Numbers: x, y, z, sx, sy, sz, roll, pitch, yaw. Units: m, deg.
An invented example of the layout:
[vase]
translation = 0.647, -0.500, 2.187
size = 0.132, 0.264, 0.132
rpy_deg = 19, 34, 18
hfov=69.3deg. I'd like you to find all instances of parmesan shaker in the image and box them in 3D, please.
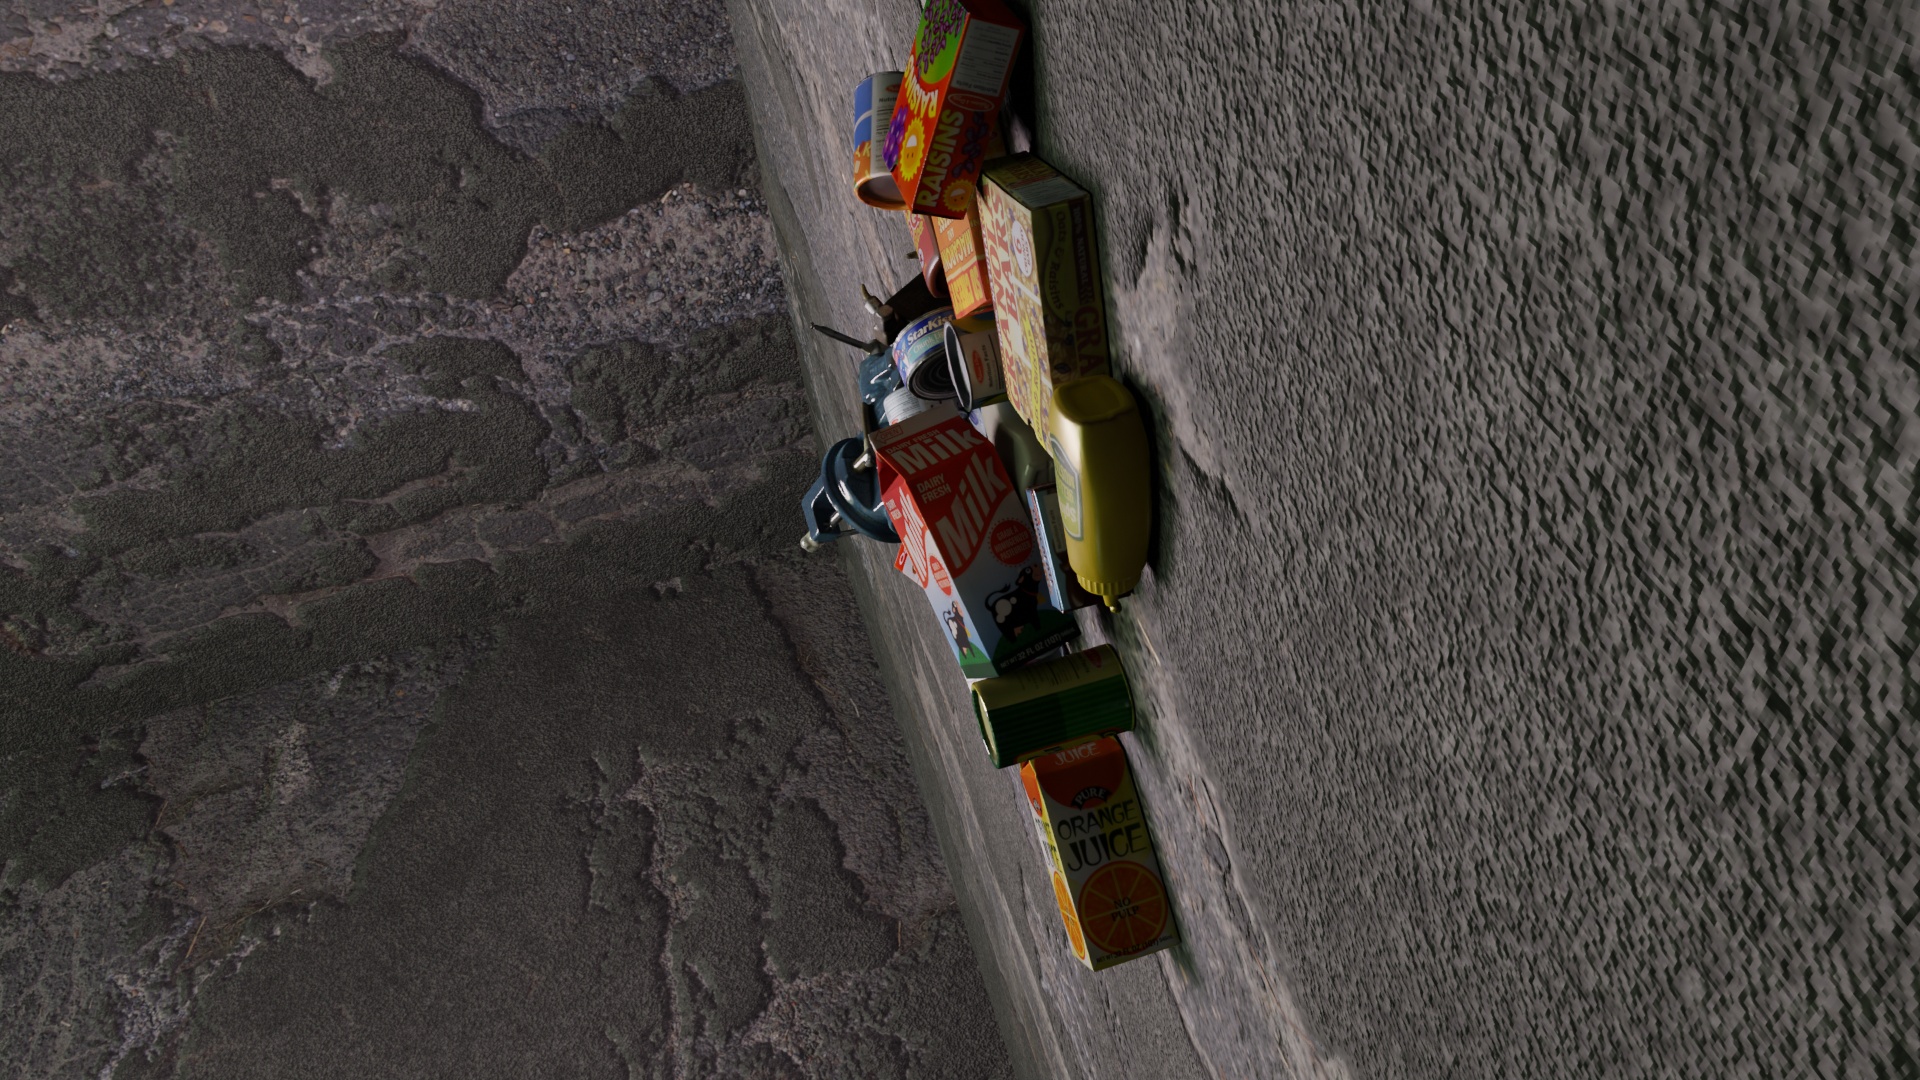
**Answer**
[parmesan shaker]
translation = 0.065, 0.119, 1.004
size = 0.071, 0.103, 0.071
rpy_deg = 167, 88, -82

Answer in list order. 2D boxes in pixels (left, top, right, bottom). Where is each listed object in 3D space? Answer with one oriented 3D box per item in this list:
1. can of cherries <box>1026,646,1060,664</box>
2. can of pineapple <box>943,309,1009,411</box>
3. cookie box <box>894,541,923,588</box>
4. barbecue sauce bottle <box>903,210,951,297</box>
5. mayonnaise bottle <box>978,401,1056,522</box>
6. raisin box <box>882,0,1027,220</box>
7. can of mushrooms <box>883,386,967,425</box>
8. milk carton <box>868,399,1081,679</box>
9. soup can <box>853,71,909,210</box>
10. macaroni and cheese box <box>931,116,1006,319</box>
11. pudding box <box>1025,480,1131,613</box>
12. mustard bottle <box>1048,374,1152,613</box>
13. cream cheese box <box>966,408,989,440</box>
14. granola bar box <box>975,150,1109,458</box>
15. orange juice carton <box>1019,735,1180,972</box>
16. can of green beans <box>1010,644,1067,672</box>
[can of cherries]
translation = 0.050, 0.066, 1.122
size = 0.058, 0.071, 0.071
rpy_deg = 120, 134, -79
[can of pineapple]
translation = 0.024, -0.131, 0.987
size = 0.071, 0.058, 0.071
rpy_deg = 167, 88, -82
[cookie box]
translation = 0.004, -0.014, 1.132
size = 0.167, 0.040, 0.123
rpy_deg = 30, 102, 68
[barbecue sauce bottle]
translation = -0.026, -0.272, 1.117
size = 0.064, 0.044, 0.149
rpy_deg = 102, 152, -64
[mayonnaise bottle]
translation = 0.043, -0.080, 1.021
size = 0.149, 0.041, 0.064
rpy_deg = -113, 14, -47
[raisin box]
translation = -0.007, -0.271, 0.847
size = 0.086, 0.040, 0.122
rpy_deg = -113, 36, -49
[can of mushrooms]
translation = -0.028, -0.111, 1.175
size = 0.071, 0.071, 0.033
rpy_deg = 115, 138, -77
[milk carton]
translation = 0.004, -0.002, 0.988
size = 0.190, 0.072, 0.073
rpy_deg = 66, 161, 0
[soup can]
translation = -0.049, -0.303, 1.064
size = 0.071, 0.071, 0.084
rpy_deg = 113, 157, -76
[macaroni and cheese box]
translation = 0.006, -0.245, 0.970
size = 0.124, 0.040, 0.166
rpy_deg = -165, 60, -80
[pudding box]
translation = 0.076, 0.001, 0.905
size = 0.030, 0.050, 0.083
rpy_deg = -152, 48, -80
[mustard bottle]
translation = 0.085, -0.016, 0.820
size = 0.065, 0.049, 0.159
rpy_deg = -118, 16, -54
[cream cheese box]
translation = 0.016, -0.124, 1.167
size = 0.104, 0.024, 0.053
rpy_deg = -118, 16, -57
[granola bar box]
translation = 0.051, -0.143, 0.854
size = 0.124, 0.039, 0.164
rpy_deg = -119, 17, -60
[orange juice carton]
translation = 0.100, 0.221, 1.067
size = 0.073, 0.072, 0.192
rpy_deg = 132, 122, -79
[can of green beans]
translation = 0.057, 0.114, 1.175
size = 0.057, 0.071, 0.071
rpy_deg = 84, 168, -49
